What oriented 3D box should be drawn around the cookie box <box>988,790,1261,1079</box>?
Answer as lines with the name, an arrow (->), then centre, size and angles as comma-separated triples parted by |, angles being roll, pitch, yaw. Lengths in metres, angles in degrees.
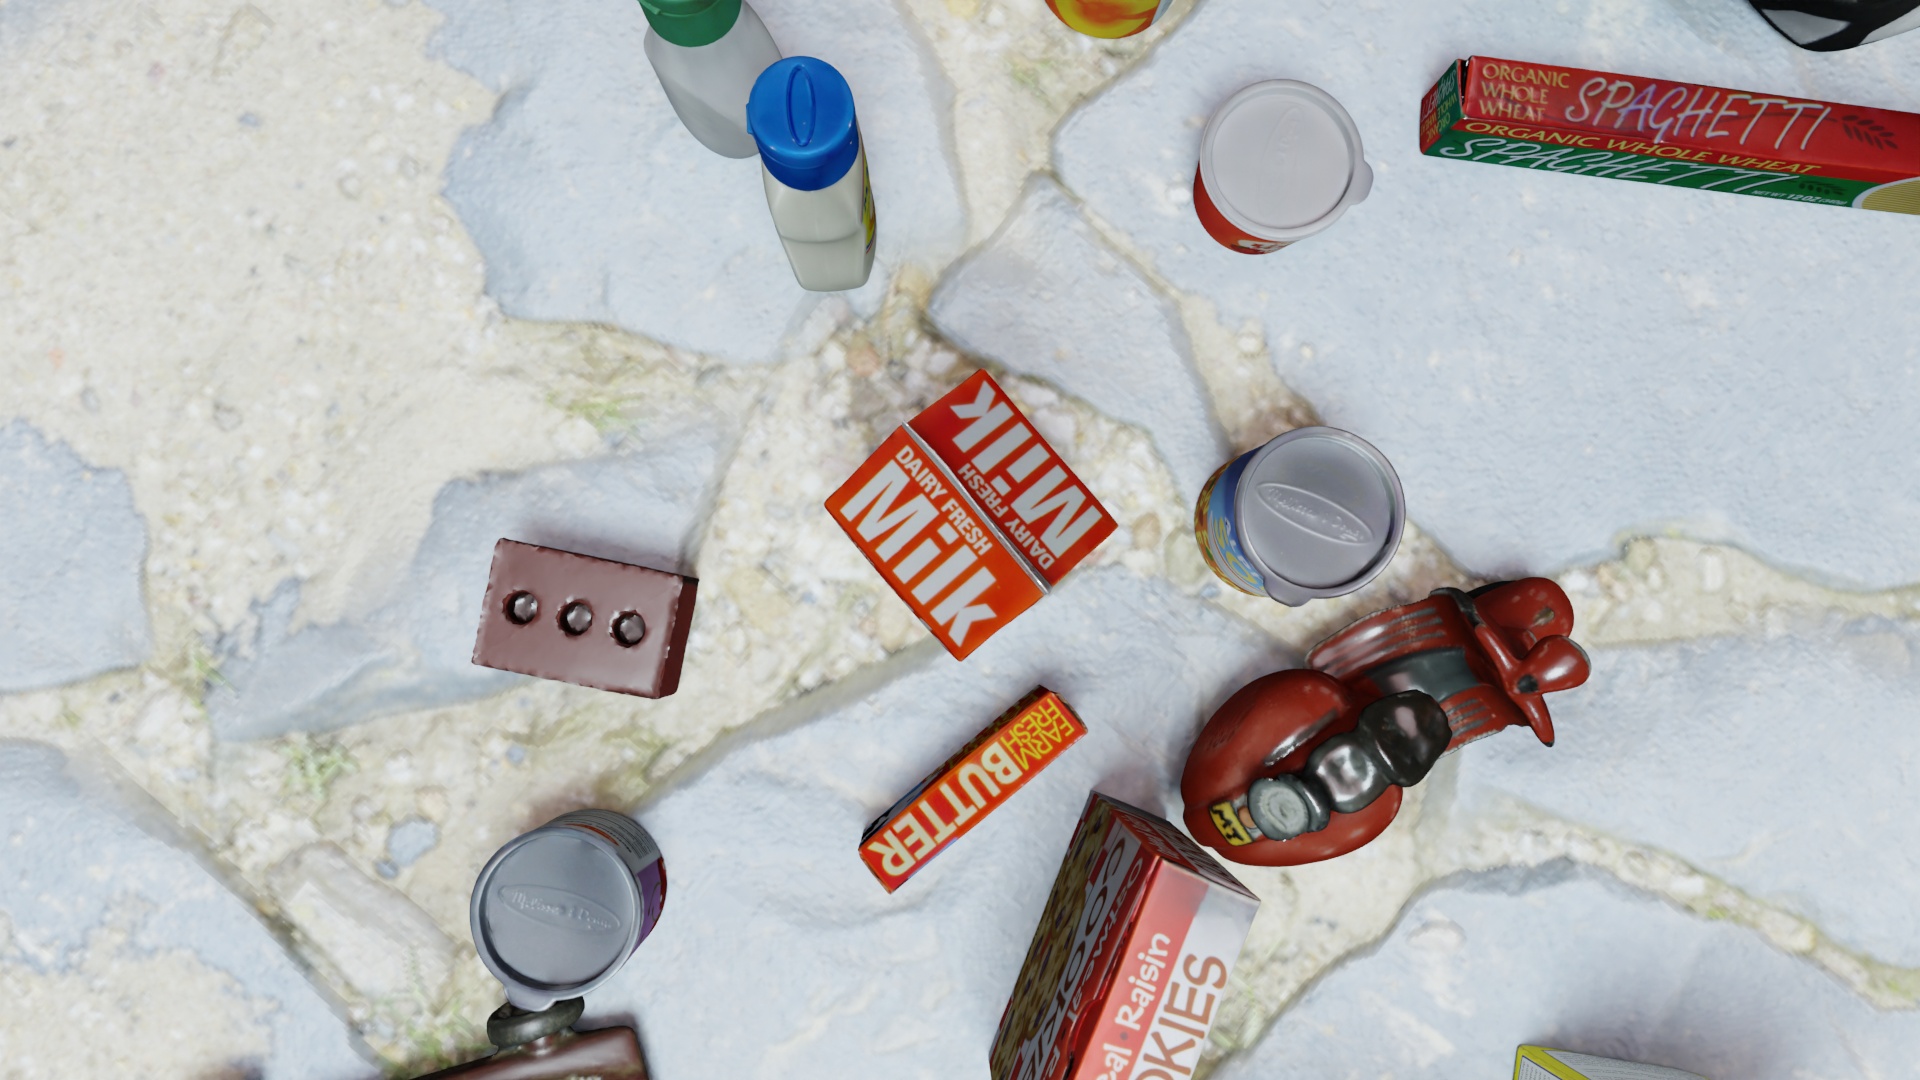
cookie box -> 0.052, 0.166, 0.514 | 0.040, 0.167, 0.123 | 22, 86, 0

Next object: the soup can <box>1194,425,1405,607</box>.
soup can -> 0.134, -0.007, 0.570 | 0.071, 0.083, 0.071 | 0, 87, -2

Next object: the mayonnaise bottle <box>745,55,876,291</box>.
mayonnaise bottle -> -0.055, -0.142, 0.540 | 0.041, 0.148, 0.065 | -3, 87, -2

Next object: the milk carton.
milk carton -> 0.002, -0.006, 0.512 | 0.073, 0.190, 0.072 | -41, 89, -3

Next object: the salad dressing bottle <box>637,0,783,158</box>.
salad dressing bottle -> -0.098, -0.195, 0.542 | 0.064, 0.147, 0.044 | 38, 87, 1

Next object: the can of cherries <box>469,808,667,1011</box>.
can of cherries -> -0.158, 0.148, 0.563 | 0.071, 0.058, 0.071 | 0, 87, -2

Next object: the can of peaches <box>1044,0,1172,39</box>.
can of peaches -> 0.065, -0.259, 0.596 | 0.071, 0.058, 0.071 | 0, 87, -2

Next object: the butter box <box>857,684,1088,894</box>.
butter box -> 0.004, 0.100, 0.574 | 0.103, 0.053, 0.024 | -39, 89, -4

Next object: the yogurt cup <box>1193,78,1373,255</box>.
yogurt cup -> 0.131, -0.155, 0.594 | 0.072, 0.054, 0.072 | 0, 87, -2

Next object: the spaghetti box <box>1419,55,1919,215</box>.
spaghetti box -> 0.329, -0.174, 0.603 | 0.250, 0.050, 0.028 | 7, 87, -1
